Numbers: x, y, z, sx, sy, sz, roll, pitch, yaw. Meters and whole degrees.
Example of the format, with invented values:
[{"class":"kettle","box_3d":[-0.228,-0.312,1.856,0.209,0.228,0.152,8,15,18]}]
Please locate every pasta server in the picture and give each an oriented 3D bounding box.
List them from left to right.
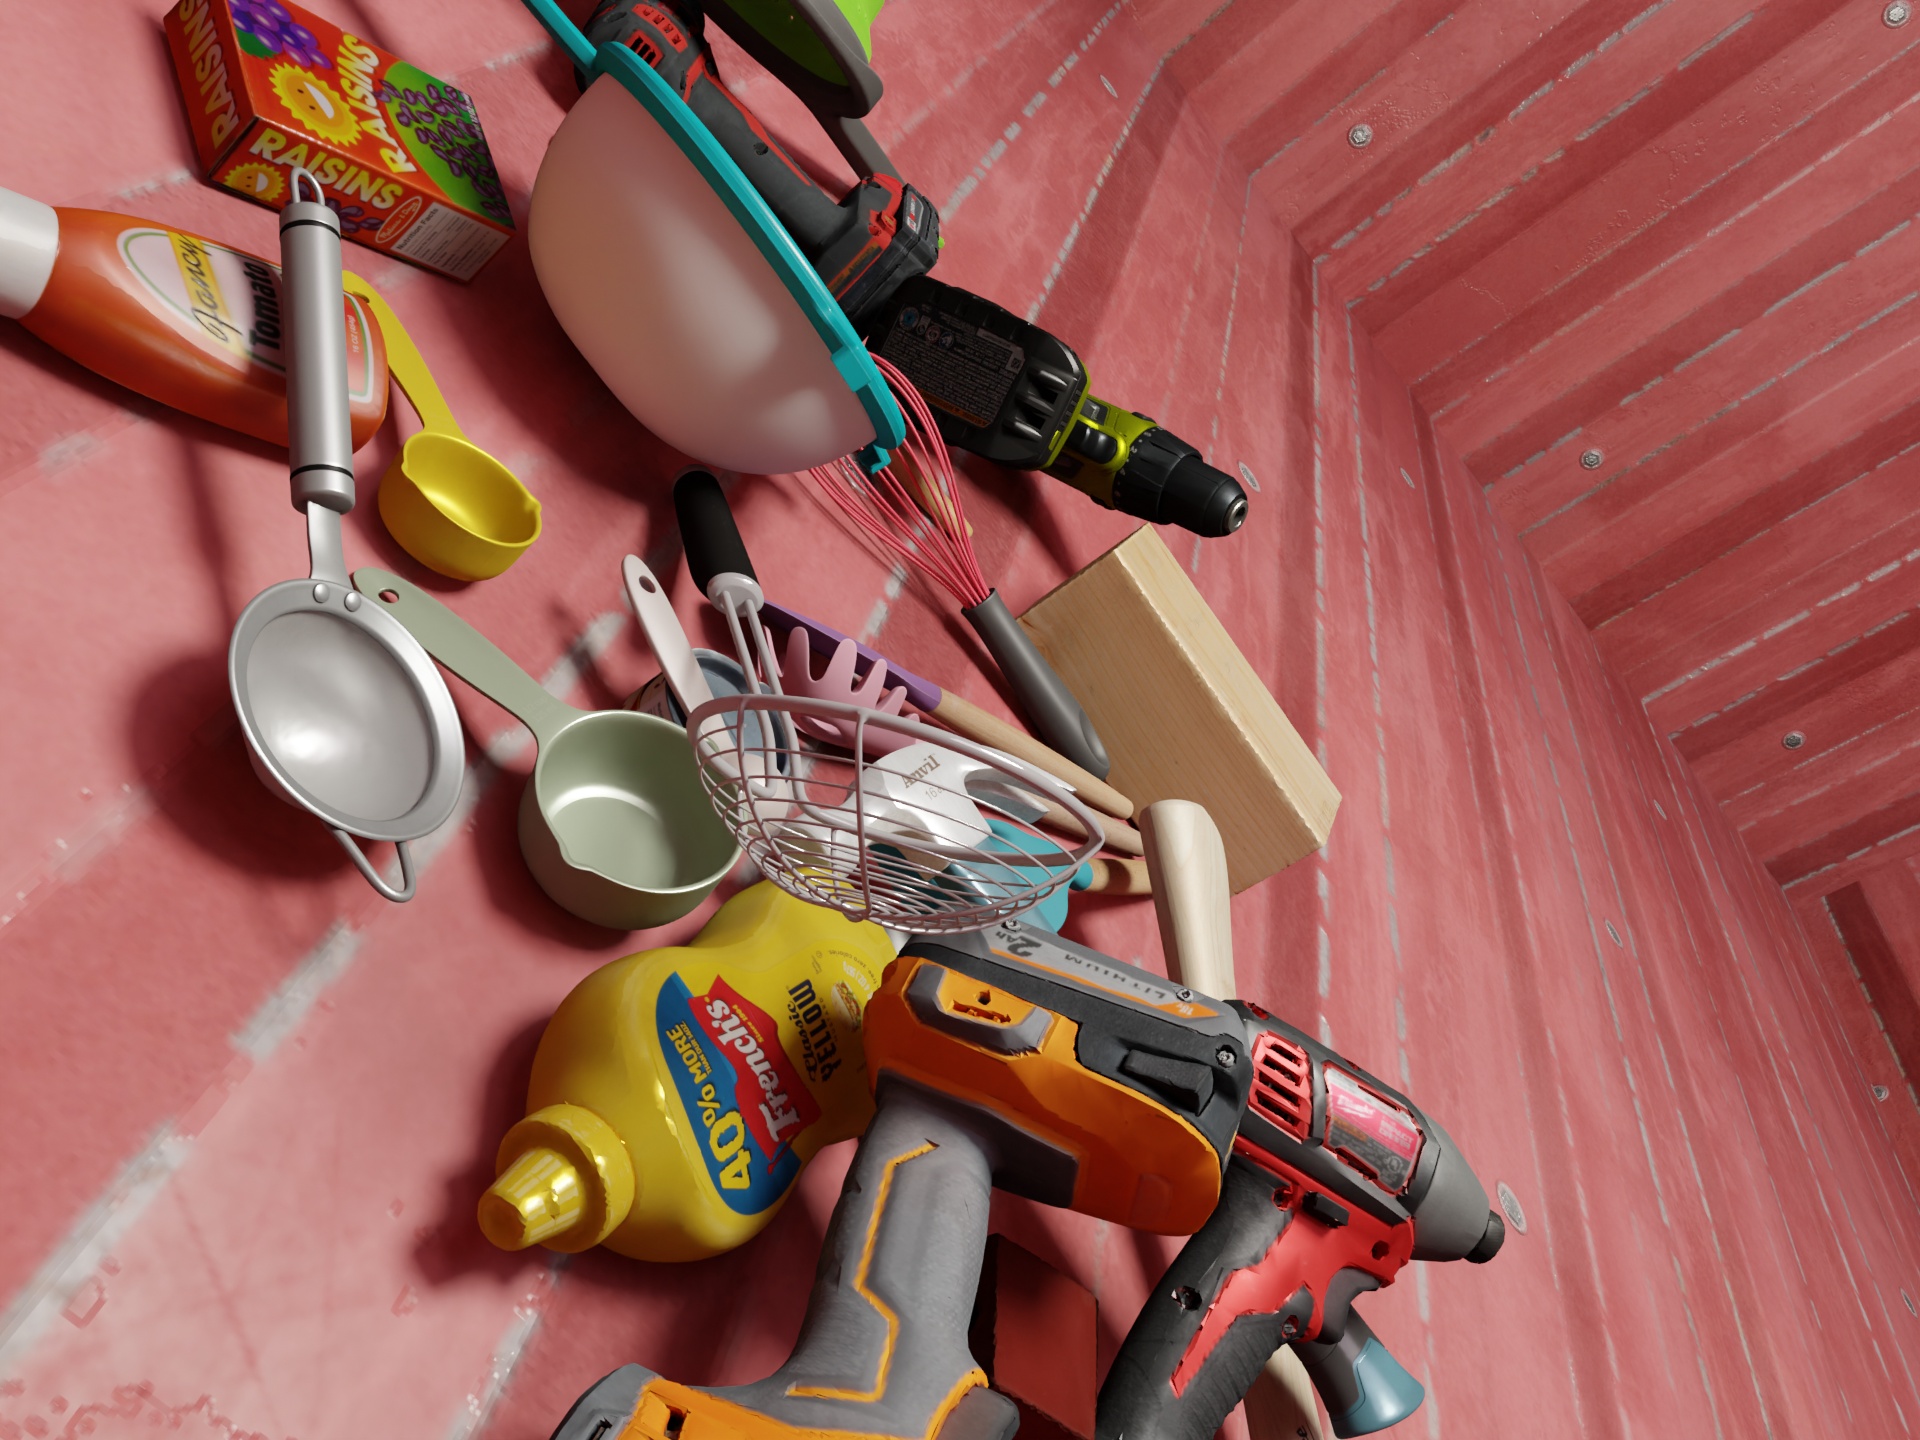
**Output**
[{"class":"pasta server","box_3d":[0.012,0.022,0.795,0.316,0.060,0.040,25,75,-49]}]

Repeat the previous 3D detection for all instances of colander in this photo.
[{"class":"colander","box_3d":[-0.074,-0.433,0.991,0.205,0.094,0.396,41,2,27]}]

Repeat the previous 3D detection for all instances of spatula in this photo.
[{"class":"spatula","box_3d":[-0.001,-0.003,0.805,0.060,0.018,0.315,22,-5,44]},{"class":"spatula","box_3d":[0.057,0.082,0.785,0.082,0.044,0.317,53,14,19]}]

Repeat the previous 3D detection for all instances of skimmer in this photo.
[{"class":"skimmer","box_3d":[-0.057,-0.042,0.579,0.127,0.090,0.364,27,19,-29]}]

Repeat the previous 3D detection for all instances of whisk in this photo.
[{"class":"whisk","box_3d":[-0.001,-0.082,0.872,0.295,0.073,0.073,55,27,-16]}]

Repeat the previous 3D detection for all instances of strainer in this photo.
[{"class":"strainer","box_3d":[-0.200,-0.063,0.499,0.086,0.050,0.259,23,54,-60]},{"class":"strainer","box_3d":[-0.164,-0.232,0.710,0.340,0.095,0.211,50,-2,1]}]

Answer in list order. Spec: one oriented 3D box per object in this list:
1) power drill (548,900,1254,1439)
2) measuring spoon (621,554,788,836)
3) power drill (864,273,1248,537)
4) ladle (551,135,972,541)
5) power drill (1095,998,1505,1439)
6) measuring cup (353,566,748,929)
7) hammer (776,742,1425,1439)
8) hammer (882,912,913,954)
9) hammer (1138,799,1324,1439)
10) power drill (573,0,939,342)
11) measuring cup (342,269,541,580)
[{"class":"power drill","box_3d":[0.005,0.171,0.444,0.164,0.084,0.227,20,47,17]},{"class":"measuring spoon","box_3d":[-0.097,-0.014,0.603,0.034,0.018,0.124,-7,66,-59]},{"class":"power drill","box_3d":[0.061,-0.177,0.959,0.191,0.080,0.228,32,10,29]},{"class":"ladle","box_3d":[-0.098,-0.210,0.885,0.315,0.031,0.069,45,28,-24]},{"class":"power drill","box_3d":[0.110,0.224,0.559,0.143,0.078,0.220,32,63,-10]},{"class":"measuring cup","box_3d":[-0.151,0.009,0.557,0.167,0.038,0.083,39,40,4]},{"class":"hammer","box_3d":[0.069,0.147,0.635,0.331,0.033,0.128,52,45,3]},{"class":"hammer","box_3d":[0.085,0.191,0.730,0.358,0.036,0.149,24,41,-45]},{"class":"hammer","box_3d":[0.118,0.224,0.680,0.146,0.038,0.411,23,50,-46]},{"class":"power drill","box_3d":[-0.119,-0.343,0.942,0.226,0.080,0.188,39,25,-22]},{"class":"measuring cup","box_3d":[-0.211,-0.113,0.606,0.062,0.029,0.157,8,41,-55]}]
